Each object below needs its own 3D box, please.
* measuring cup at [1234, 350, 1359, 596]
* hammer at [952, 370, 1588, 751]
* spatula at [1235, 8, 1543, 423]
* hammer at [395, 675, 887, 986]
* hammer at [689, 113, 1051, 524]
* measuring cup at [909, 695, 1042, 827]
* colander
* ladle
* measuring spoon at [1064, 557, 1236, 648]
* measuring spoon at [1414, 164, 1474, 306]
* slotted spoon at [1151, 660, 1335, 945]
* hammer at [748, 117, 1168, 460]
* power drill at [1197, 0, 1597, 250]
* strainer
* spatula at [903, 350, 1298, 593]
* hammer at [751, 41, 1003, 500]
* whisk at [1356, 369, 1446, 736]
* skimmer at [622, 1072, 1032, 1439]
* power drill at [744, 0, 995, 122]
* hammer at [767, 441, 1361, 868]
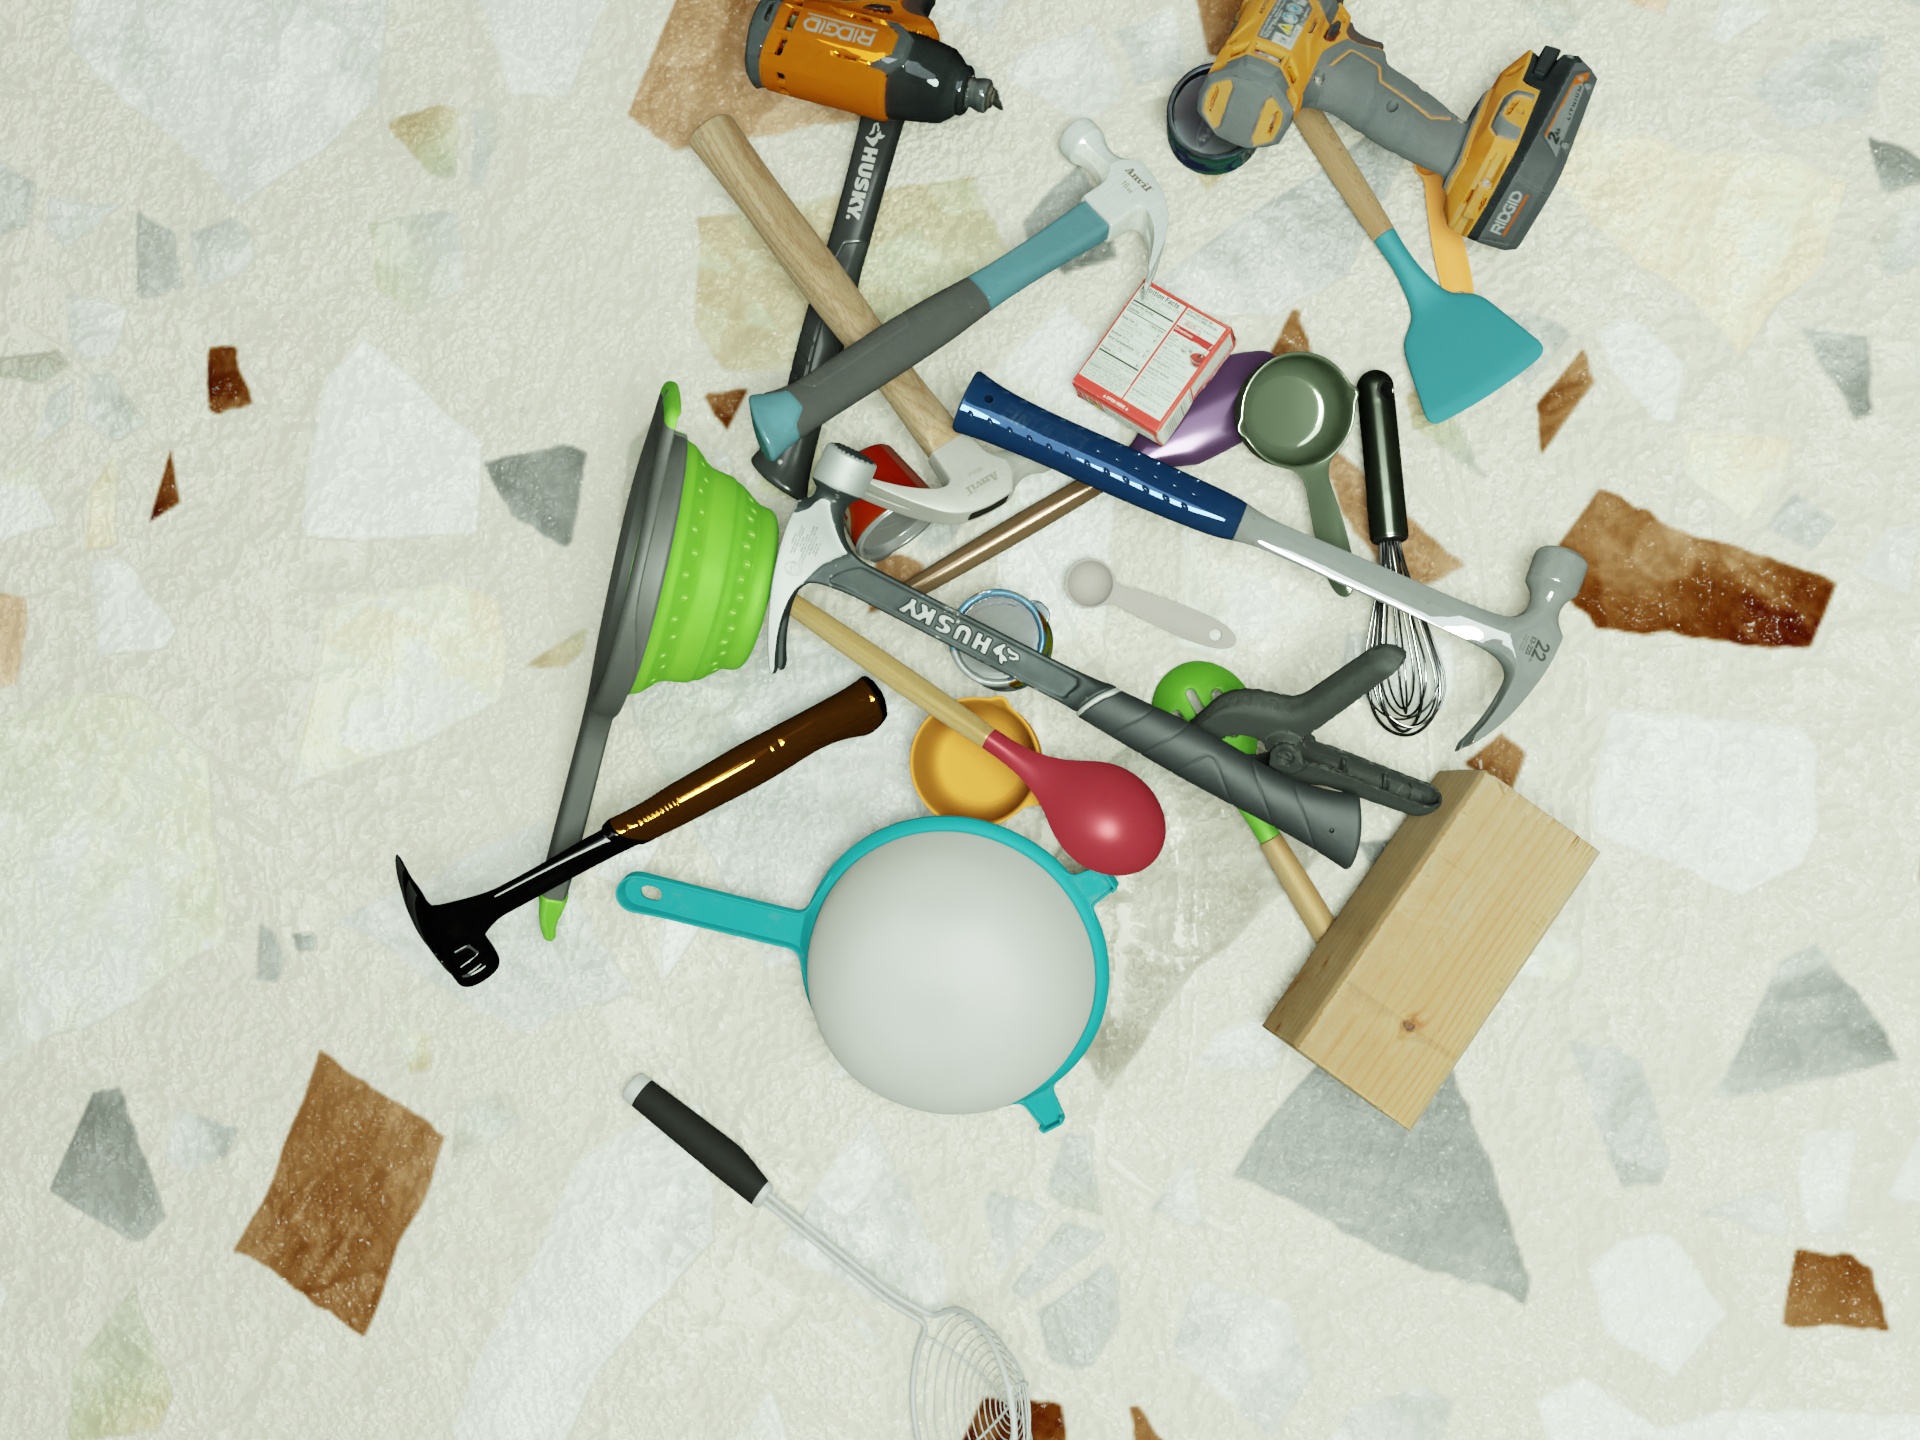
[{"bbox_3d":[0.233,-0.164,1.066,0.083,0.038,0.167,-18,103,0],"label":"measuring cup"},{"bbox_3d":[0.185,-0.117,1.007,0.405,0.035,0.144,24,80,3],"label":"hammer"},{"bbox_3d":[0.268,-0.347,1.057,0.082,0.044,0.317,-33,83,22],"label":"spatula"},{"bbox_3d":[-0.198,0.056,1.044,0.337,0.127,0.034,-29,58,-15],"label":"hammer"},{"bbox_3d":[-0.077,-0.270,1.060,0.130,0.031,0.331,-34,82,-16],"label":"hammer"},{"bbox_3d":[0.051,0.045,1.072,0.173,0.052,0.095,23,91,6],"label":"measuring cup"},{"bbox_3d":[-0.201,-0.022,1.075,0.094,0.205,0.397,13,109,-17],"label":"colander"},{"bbox_3d":[-0.002,-0.003,1.039,0.315,0.031,0.069,34,76,11],"label":"ladle"},{"bbox_3d":[0.130,-0.076,1.085,0.124,0.018,0.034,22,91,1],"label":"measuring spoon"},{"bbox_3d":[0.325,-0.326,1.068,0.021,0.011,0.117,-13,90,15],"label":"measuring spoon"},{"bbox_3d":[0.222,0.100,1.060,0.070,0.031,0.314,-30,86,8],"label":"slotted spoon"},{"bbox_3d":[-0.001,-0.271,1.035,0.331,0.033,0.128,-36,73,-15],"label":"hammer"},{"bbox_3d":[0.285,-0.418,1.027,0.226,0.084,0.185,25,63,5],"label":"power drill"},{"bbox_3d":[-0.074,0.160,1.036,0.340,0.095,0.211,13,106,6],"label":"strainer"},{"bbox_3d":[0.083,-0.159,1.089,0.316,0.018,0.060,-30,87,5],"label":"spatula"},{"bbox_3d":[-0.077,-0.317,1.107,0.146,0.035,0.335,15,91,8],"label":"hammer"},{"bbox_3d":[0.284,-0.112,1.051,0.057,0.059,0.246,1,83,-36],"label":"whisk"},{"bbox_3d":[-0.101,0.373,1.062,0.363,0.090,0.127,37,125,9],"label":"skimmer"},{"bbox_3d":[-0.029,-0.501,1.059,0.164,0.084,0.226,18,76,8],"label":"power drill"},{"bbox_3d":[0.065,-0.016,0.992,0.409,0.036,0.149,28,103,5],"label":"hammer"}]
